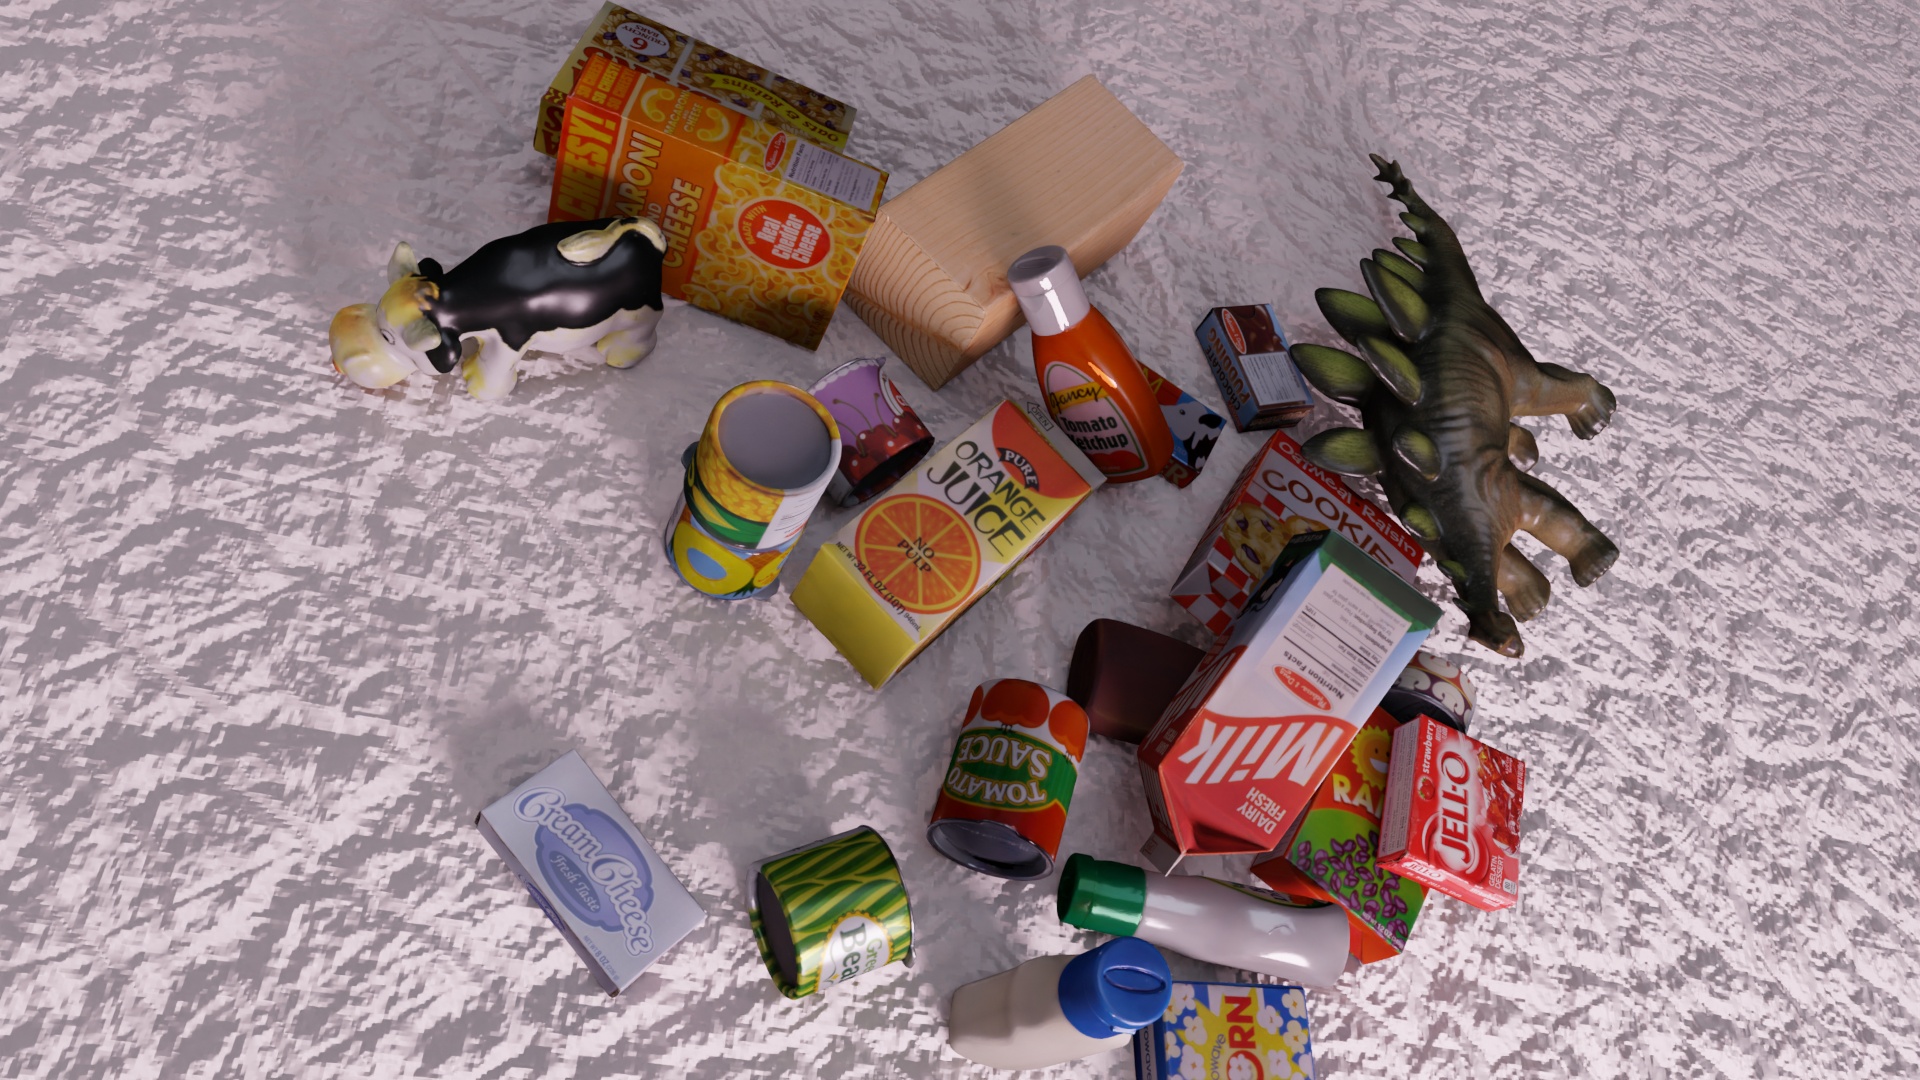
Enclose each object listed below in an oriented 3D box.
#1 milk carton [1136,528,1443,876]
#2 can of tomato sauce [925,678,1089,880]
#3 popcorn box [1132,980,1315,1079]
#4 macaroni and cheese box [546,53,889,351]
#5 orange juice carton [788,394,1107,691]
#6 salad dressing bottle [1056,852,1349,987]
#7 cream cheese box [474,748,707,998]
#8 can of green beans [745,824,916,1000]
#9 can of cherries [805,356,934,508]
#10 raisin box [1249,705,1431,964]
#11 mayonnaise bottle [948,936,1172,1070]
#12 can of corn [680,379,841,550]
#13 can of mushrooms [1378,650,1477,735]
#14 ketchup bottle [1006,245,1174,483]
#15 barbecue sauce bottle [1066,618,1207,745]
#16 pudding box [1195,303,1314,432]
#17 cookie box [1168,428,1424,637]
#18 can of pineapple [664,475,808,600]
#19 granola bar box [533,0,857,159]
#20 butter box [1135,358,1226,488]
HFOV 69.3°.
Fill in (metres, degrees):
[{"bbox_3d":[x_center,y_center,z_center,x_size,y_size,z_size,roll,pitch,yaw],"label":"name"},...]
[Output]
[{"bbox_3d":[0.156,0.091,0.722,0.073,0.072,0.190,37,86,0],"label":"milk carton"},{"bbox_3d":[0.026,0.121,0.713,0.071,0.071,0.083,25,57,-9],"label":"can of tomato sauce"},{"bbox_3d":[0.134,0.286,0.690,0.085,0.038,0.127,9,61,-19],"label":"popcorn box"},{"bbox_3d":[-0.138,-0.183,0.772,0.166,0.123,0.040,20,56,-11],"label":"macaroni and cheese box"},{"bbox_3d":[0.003,-0.010,0.770,0.072,0.072,0.193,46,56,5],"label":"orange juice carton"},{"bbox_3d":[0.125,0.196,0.723,0.148,0.064,0.044,14,78,-7],"label":"salad dressing bottle"},{"bbox_3d":[-0.171,0.152,0.643,0.053,0.024,0.104,-37,82,-34],"label":"cream cheese box"},{"bbox_3d":[-0.062,0.174,0.651,0.058,0.071,0.071,-13,70,-27],"label":"can of green beans"},{"bbox_3d":[-0.055,-0.061,0.775,0.072,0.071,0.058,-31,79,-32],"label":"can of cherries"},{"bbox_3d":[0.232,0.164,0.794,0.086,0.040,0.124,39,57,0],"label":"raisin box"},{"bbox_3d":[0.046,0.210,0.627,0.065,0.147,0.041,14,60,-16],"label":"mayonnaise bottle"},{"bbox_3d":[-0.099,-0.038,0.680,0.071,0.058,0.071,10,60,-18],"label":"can of corn"},{"bbox_3d":[0.269,0.097,0.828,0.071,0.070,0.034,35,56,-2],"label":"can of mushrooms"},{"bbox_3d":[0.072,-0.101,0.808,0.044,0.064,0.148,-57,132,-35],"label":"ketchup bottle"},{"bbox_3d":[0.136,0.093,0.789,0.148,0.043,0.065,17,61,-14],"label":"barbecue sauce bottle"},{"bbox_3d":[0.198,-0.116,0.932,0.050,0.030,0.084,-9,68,-25],"label":"pudding box"},{"bbox_3d":[0.208,0.018,0.836,0.123,0.040,0.168,40,41,0],"label":"cookie box"},{"bbox_3d":[-0.116,-0.009,0.729,0.071,0.057,0.071,10,61,-18],"label":"can of pineapple"},{"bbox_3d":[-0.155,-0.248,0.836,0.165,0.038,0.125,21,45,-12],"label":"granola bar box"},{"bbox_3d":[0.114,-0.083,0.884,0.103,0.024,0.053,34,56,-4],"label":"butter box"}]
